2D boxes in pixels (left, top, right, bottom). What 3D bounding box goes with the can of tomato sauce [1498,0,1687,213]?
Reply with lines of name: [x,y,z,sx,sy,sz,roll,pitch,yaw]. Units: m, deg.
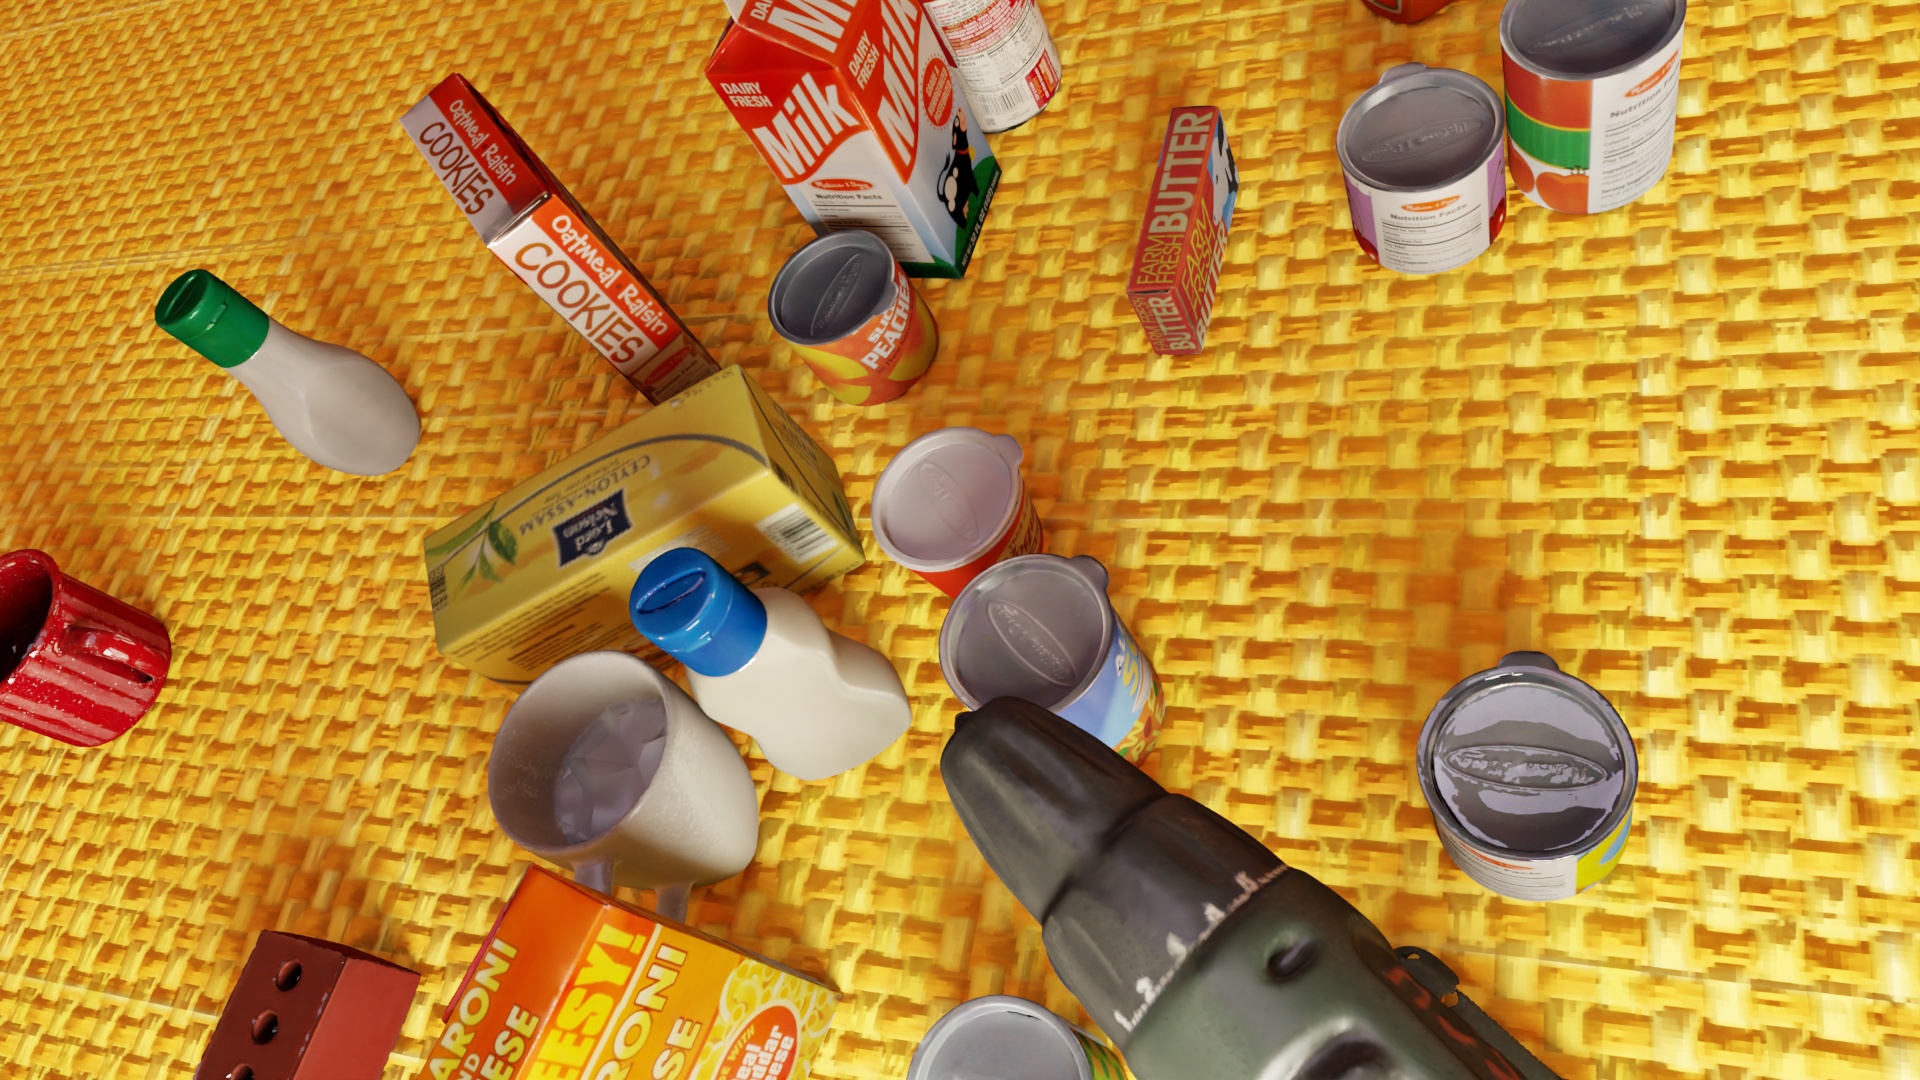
can of tomato sauce: [0.257,-0.187,0.570,0.071,0.083,0.071,-10,60,18]

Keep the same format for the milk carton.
milk carton: [-0.053,-0.208,0.650,0.073,0.190,0.072,7,67,27]

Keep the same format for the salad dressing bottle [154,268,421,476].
salad dressing bottle: [-0.355,-0.088,0.741,0.044,0.147,0.064,15,71,29]

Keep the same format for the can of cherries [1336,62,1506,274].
can of cherries: [0.199,-0.159,0.595,0.071,0.058,0.072,-10,60,18]

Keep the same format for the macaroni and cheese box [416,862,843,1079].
macaroni and cheese box: [-0.116,0.192,0.473,0.040,0.166,0.124,15,70,29]

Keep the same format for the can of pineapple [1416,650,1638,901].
can of pineapple: [0.191,0.081,0.467,0.071,0.057,0.071,-10,60,18]

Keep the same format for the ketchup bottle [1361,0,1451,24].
ketchup bottle: [0.191,-0.307,0.624,0.043,0.148,0.065,-32,56,5]

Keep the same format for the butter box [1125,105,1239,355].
butter box: [0.102,-0.140,0.629,0.024,0.053,0.104,5,65,26]

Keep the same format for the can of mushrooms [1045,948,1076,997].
can of mushrooms: [0.068,0.139,0.503,0.071,0.033,0.071,-10,60,18]

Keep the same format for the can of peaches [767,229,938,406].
can of peaches: [-0.049,-0.106,0.673,0.071,0.058,0.071,-10,60,18]

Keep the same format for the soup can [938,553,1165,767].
soup can: [0.040,0.050,0.534,0.071,0.083,0.071,-10,60,18]

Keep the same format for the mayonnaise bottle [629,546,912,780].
mayonnaise bottle: [-0.074,0.049,0.544,0.065,0.147,0.041,-29,56,7]

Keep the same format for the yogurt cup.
yogurt cup: [0.002,-0.008,0.600,0.072,0.053,0.073,-10,60,18]

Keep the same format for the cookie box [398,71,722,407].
cookie box: [-0.187,-0.137,0.683,0.040,0.167,0.123,-41,55,-1]

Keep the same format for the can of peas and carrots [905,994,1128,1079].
can of peas and carrots: [0.021,0.197,0.477,0.071,0.058,0.071,-10,60,18]
